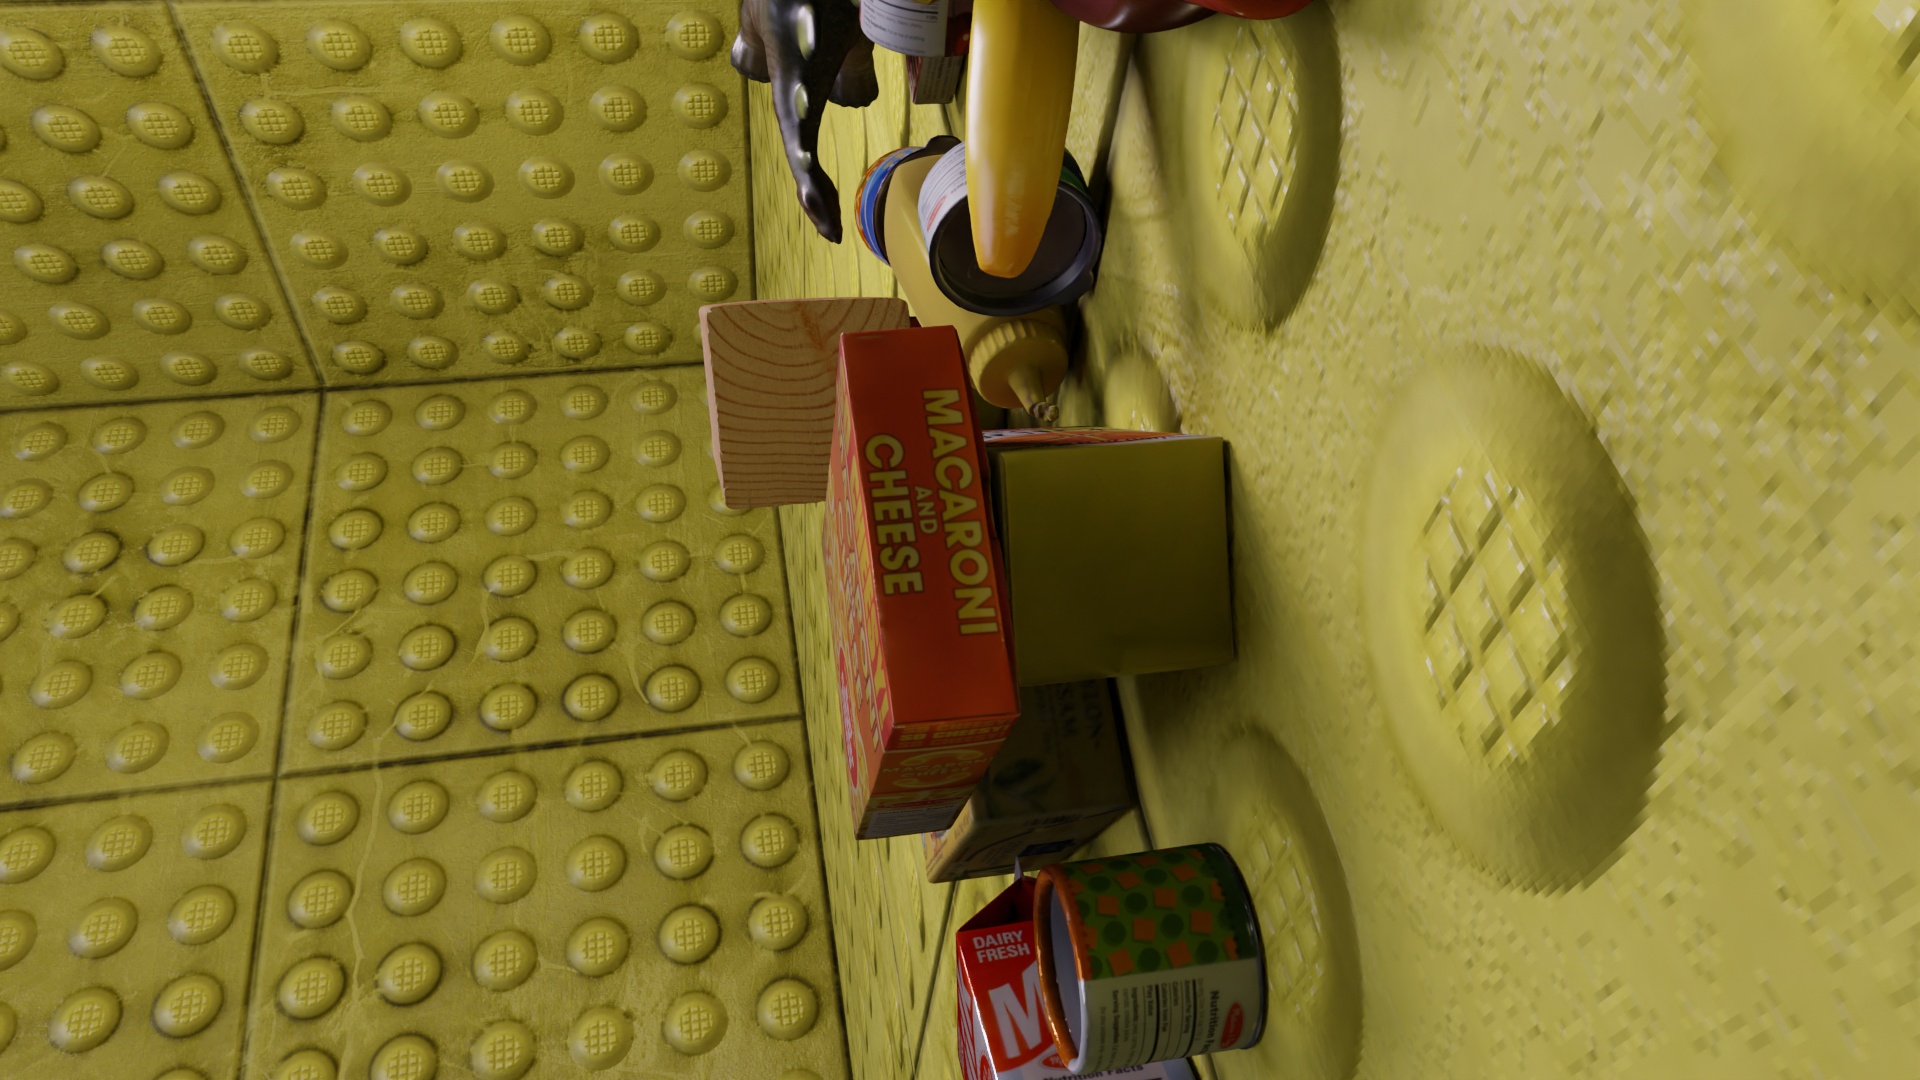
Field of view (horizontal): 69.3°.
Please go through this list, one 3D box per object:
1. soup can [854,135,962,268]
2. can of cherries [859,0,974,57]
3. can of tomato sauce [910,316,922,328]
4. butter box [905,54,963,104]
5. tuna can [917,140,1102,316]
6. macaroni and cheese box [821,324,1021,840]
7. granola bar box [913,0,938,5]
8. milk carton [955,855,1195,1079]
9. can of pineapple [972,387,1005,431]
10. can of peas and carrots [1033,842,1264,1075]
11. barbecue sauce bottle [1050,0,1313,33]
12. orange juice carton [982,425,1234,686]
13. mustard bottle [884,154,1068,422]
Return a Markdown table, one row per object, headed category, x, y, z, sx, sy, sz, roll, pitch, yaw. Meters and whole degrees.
| category | x | y | z | sx | sy | sz | roll | pitch | yaw |
| --- | --- | --- | --- | --- | --- | --- | --- | --- | --- |
| soup can | -0.016 | -0.167 | 0.696 | 0.084 | 0.071 | 0.071 | -124 | 31 | -70 |
| can of cherries | -0.011 | -0.261 | 0.631 | 0.072 | 0.071 | 0.058 | -106 | 14 | -45 |
| can of tomato sauce | -0.034 | -0.091 | 0.844 | 0.071 | 0.071 | 0.083 | -175 | 79 | -80 |
| butter box | -0.011 | -0.279 | 0.727 | 0.103 | 0.024 | 0.053 | 118 | 146 | -72 |
| tuna can | 0.020 | -0.119 | 0.528 | 0.070 | 0.071 | 0.033 | 97 | 165 | -50 |
| macaroni and cheese box | -0.019 | 0.023 | 0.466 | 0.165 | 0.040 | 0.124 | 109 | 154 | -66 |
| granola bar box | 0.004 | -0.271 | 0.459 | 0.124 | 0.039 | 0.165 | -122 | 48 | -73 |
| milk carton | 0.043 | 0.210 | 0.538 | 0.191 | 0.073 | 0.072 | -113 | 20 | -61 |
| can of pineapple | -0.011 | -0.072 | 0.736 | 0.071 | 0.058 | 0.071 | 177 | 88 | -80 |
| can of peas and carrots | 0.058 | 0.134 | 0.454 | 0.071 | 0.059 | 0.071 | 177 | 88 | -79 |
| barbecue sauce bottle | 0.053 | -0.166 | 0.370 | 0.149 | 0.044 | 0.064 | -115 | 13 | -61 |
| orange juice carton | 0.030 | -0.004 | 0.506 | 0.193 | 0.072 | 0.073 | -151 | 57 | -77 |
| mustard bottle | 0.011 | -0.102 | 0.588 | 0.048 | 0.065 | 0.161 | 101 | 158 | -47 |
